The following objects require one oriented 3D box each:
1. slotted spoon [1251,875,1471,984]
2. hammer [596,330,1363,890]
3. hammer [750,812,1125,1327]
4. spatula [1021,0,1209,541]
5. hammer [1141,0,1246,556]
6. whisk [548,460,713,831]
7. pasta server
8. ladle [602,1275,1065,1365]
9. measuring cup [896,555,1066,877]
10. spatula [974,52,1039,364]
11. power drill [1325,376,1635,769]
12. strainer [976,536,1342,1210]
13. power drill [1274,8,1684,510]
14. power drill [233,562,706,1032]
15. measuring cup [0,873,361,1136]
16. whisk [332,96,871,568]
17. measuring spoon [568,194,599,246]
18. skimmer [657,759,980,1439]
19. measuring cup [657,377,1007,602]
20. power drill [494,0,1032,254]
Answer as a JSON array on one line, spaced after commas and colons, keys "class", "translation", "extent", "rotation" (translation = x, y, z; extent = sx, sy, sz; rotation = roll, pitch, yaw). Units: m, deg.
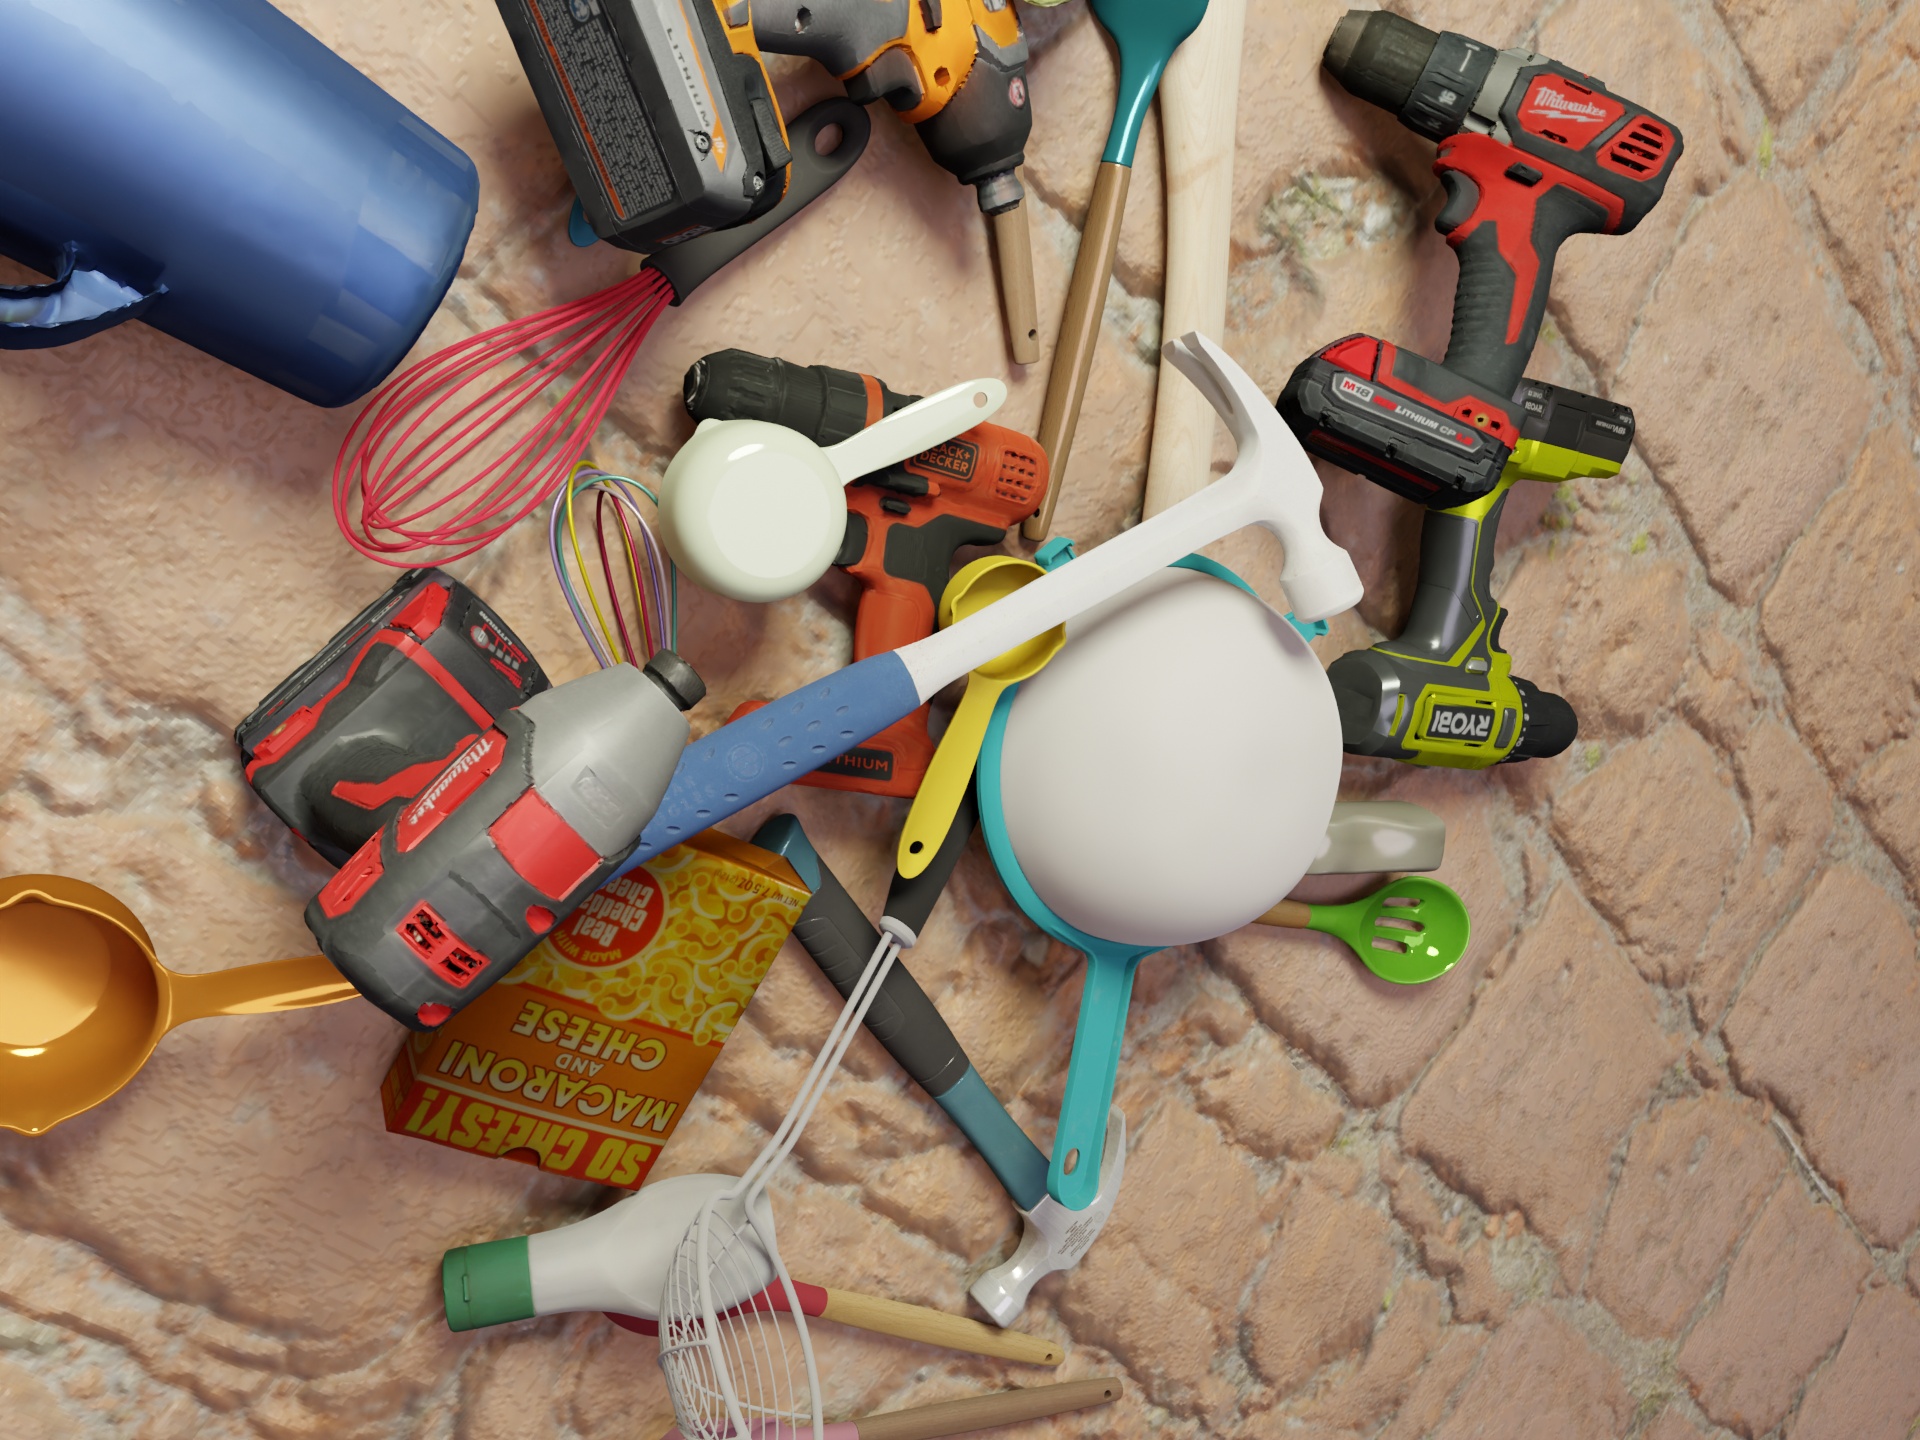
[{"class": "slotted spoon", "translation": [0.183, 0.110, 0.938], "extent": [0.313, 0.031, 0.070], "rotation": [12, 95, -31]}, {"class": "hammer", "translation": [-0.017, -0.028, 0.673], "extent": [0.405, 0.035, 0.144], "rotation": [-29, 98, -16]}, {"class": "hammer", "translation": [-0.014, 0.178, 0.830], "extent": [0.128, 0.033, 0.330], "rotation": [-42, 120, -15]}, {"class": "spatula", "translation": [0.063, -0.242, 0.763], "extent": [0.044, 0.082, 0.317], "rotation": [-15, 119, -65]}, {"class": "hammer", "translation": [0.124, -0.167, 0.826], "extent": [0.146, 0.038, 0.410], "rotation": [-5, 104, -32]}, {"class": "whisk", "translation": [-0.133, 0.001, 0.711], "extent": [0.051, 0.047, 0.244], "rotation": [-18, 116, -14]}, {"class": "pasta server", "translation": [-0.032, 0.391, 0.871], "extent": [0.316, 0.040, 0.060], "rotation": [6, 88, -33]}, {"class": "ladle", "translation": [-0.056, 0.314, 0.844], "extent": [0.315, 0.031, 0.069], "rotation": [28, 85, -35]}, {"class": "measuring cup", "translation": [-0.001, -0.002, 0.733], "extent": [0.062, 0.029, 0.156], "rotation": [17, 100, -28]}, {"class": "spatula", "translation": [0.010, -0.322, 0.727], "extent": [0.059, 0.018, 0.315], "rotation": [-20, 111, -31]}, {"class": "power drill", "translation": [0.317, -0.080, 0.942], "extent": [0.190, 0.080, 0.228], "rotation": [5, 102, -32]}, {"class": "strainer", "translation": [0.106, 0.086, 0.783], "extent": [0.210, 0.095, 0.340], "rotation": [10, 91, -34]}, {"class": "power drill", "translation": [0.242, -0.244, 0.824], "extent": [0.188, 0.080, 0.227], "rotation": [26, 91, 3]}, {"class": "power drill", "translation": [-0.179, 0.014, 0.576], "extent": [0.143, 0.220, 0.078], "rotation": [-46, 121, -13]}, {"class": "measuring cup", "translation": [-0.313, 0.100, 0.619], "extent": [0.173, 0.052, 0.095], "rotation": [-3, 103, -33]}, {"class": "whisk", "translation": [-0.138, -0.169, 0.656], "extent": [0.296, 0.073, 0.073], "rotation": [-47, 121, -20]}, {"class": "measuring spoon", "translation": [-0.132, -0.256, 0.663], "extent": [0.042, 0.021, 0.128], "rotation": [27, 97, -37]}, {"class": "skimmer", "translation": [-0.031, 0.156, 0.720], "extent": [0.363, 0.090, 0.127], "rotation": [-62, 149, -27]}, {"class": "measuring cup", "translation": [-0.046, -0.107, 0.671], "extent": [0.167, 0.038, 0.083], "rotation": [-28, 110, -15]}, {"class": "power drill", "translation": [-0.055, -0.262, 0.633], "extent": [0.226, 0.084, 0.164], "rotation": [-38, 115, -41]}]
